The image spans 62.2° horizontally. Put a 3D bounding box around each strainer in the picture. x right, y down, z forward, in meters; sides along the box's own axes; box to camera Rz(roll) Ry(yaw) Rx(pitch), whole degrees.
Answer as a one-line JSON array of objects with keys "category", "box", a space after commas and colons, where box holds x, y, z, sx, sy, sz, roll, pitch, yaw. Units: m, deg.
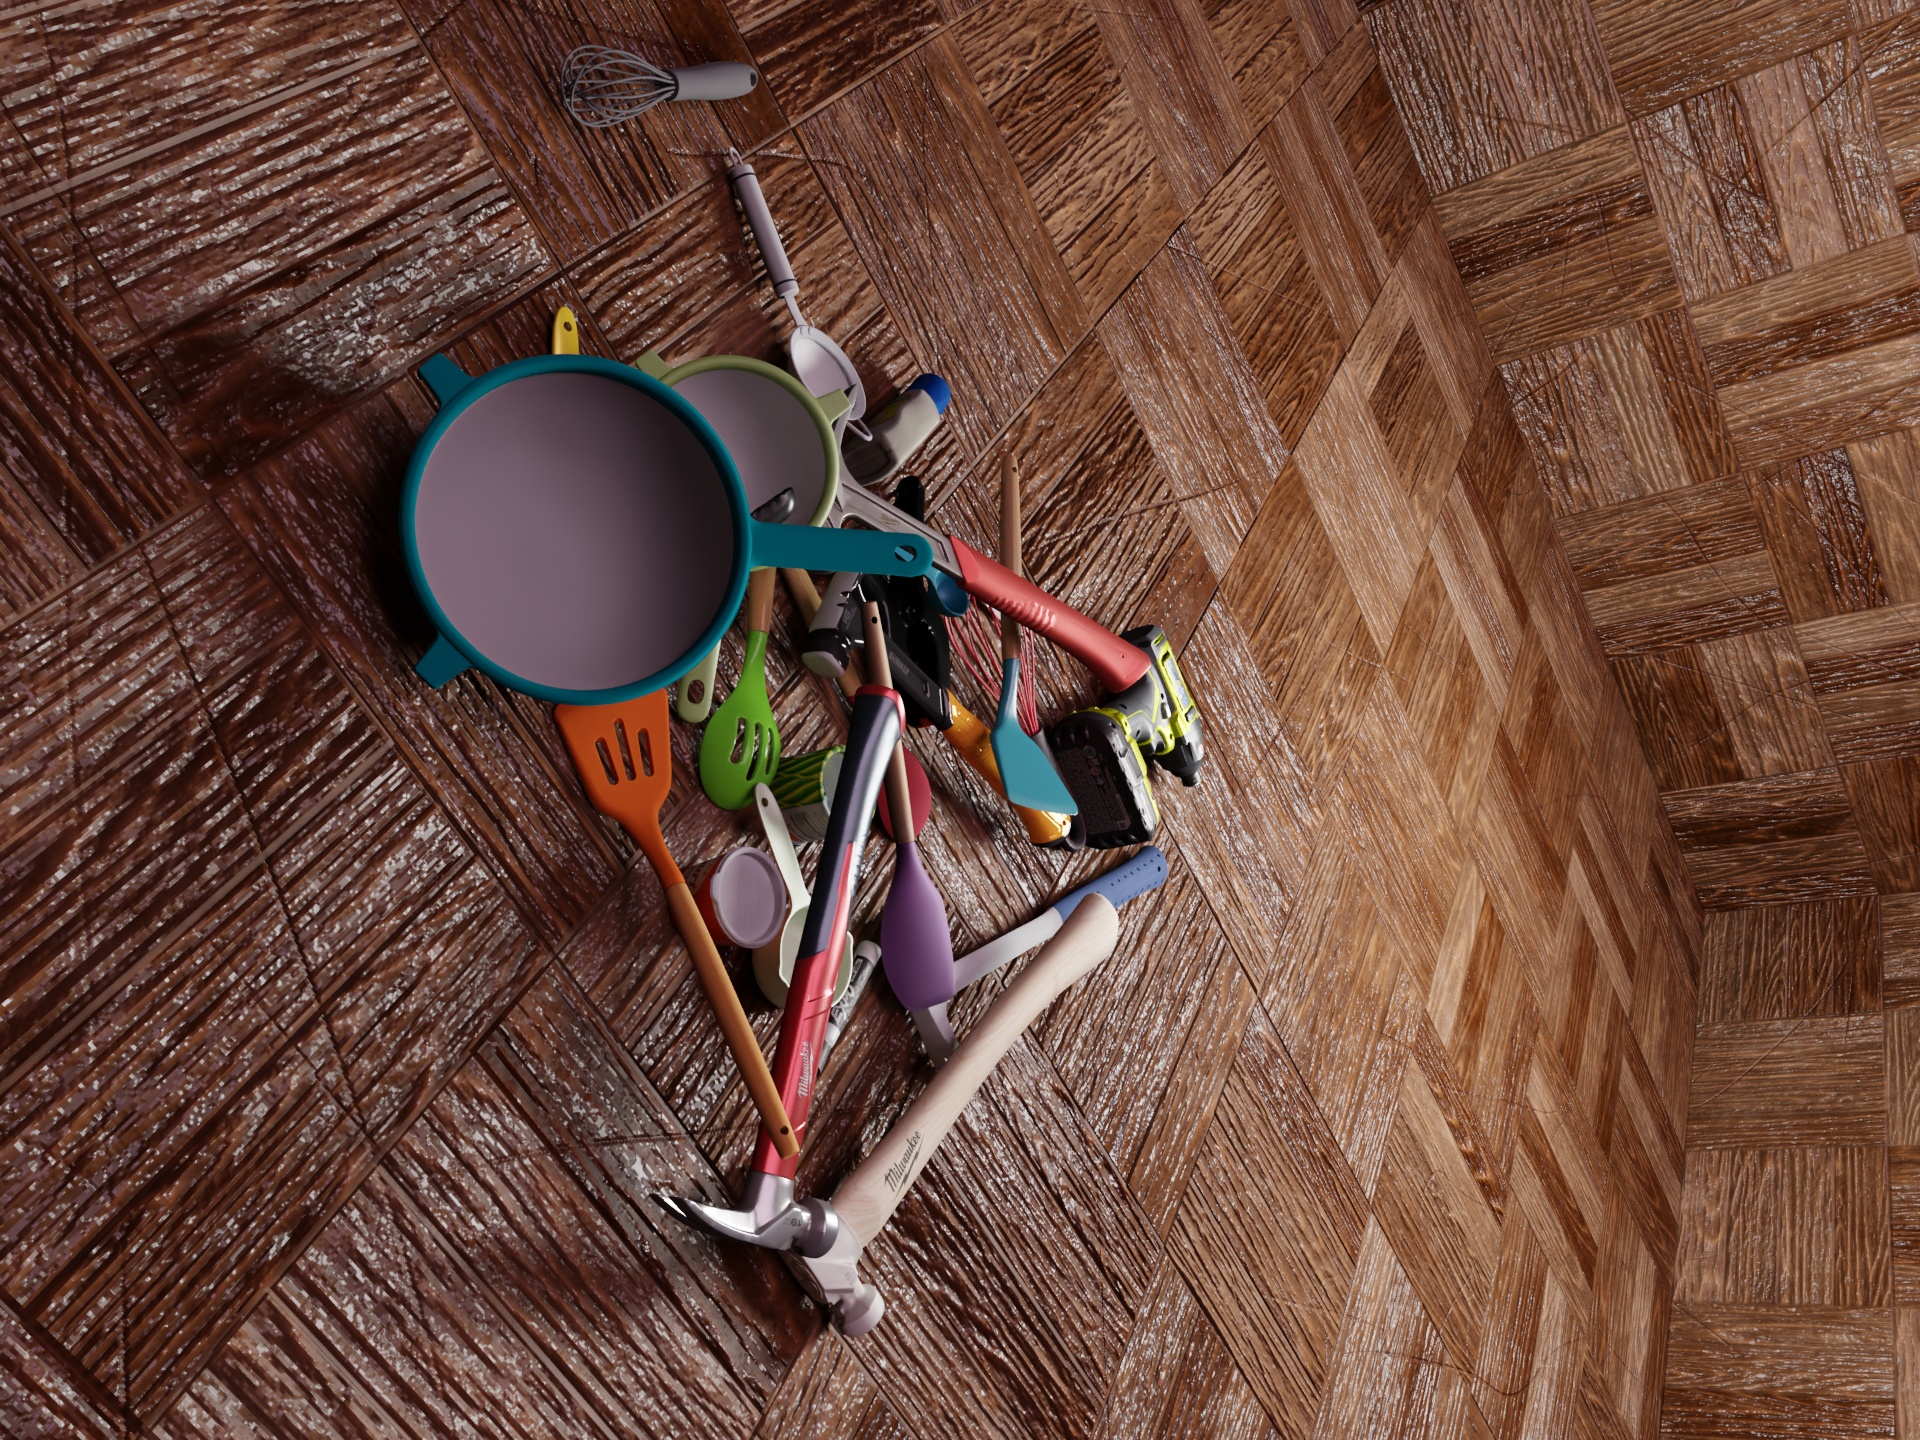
[{"category": "strainer", "box": [-0.137, -0.335, 1.269, 0.087, 0.050, 0.258, -22, 92, -60]}, {"category": "strainer", "box": [-0.187, -0.111, 1.015, 0.340, 0.095, 0.211, 1, 87, -28]}, {"category": "strainer", "box": [-0.173, -0.126, 1.129, 0.151, 0.069, 0.256, 9, 91, -13]}]

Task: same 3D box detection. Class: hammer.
[{"category": "hammer", "box": [-0.002, -0.004, 1.297, 0.336, 0.034, 0.127, 47, 52, -38]}, {"category": "hammer", "box": [0.078, 0.185, 1.395, 0.405, 0.035, 0.144, -18, 93, -54]}, {"category": "hammer", "box": [0.001, 0.259, 1.211, 0.411, 0.038, 0.146, -44, 113, -40]}, {"category": "hammer", "box": [0.023, -0.119, 1.261, 0.358, 0.037, 0.149, 27, 61, -36]}, {"category": "hammer", "box": [-0.103, 0.150, 1.065, 0.143, 0.038, 0.387, 34, 60, -45]}]

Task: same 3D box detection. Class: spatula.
[{"category": "spatula", "box": [0.051, -0.076, 1.318, 0.082, 0.044, 0.318, 13, 69, -41]}, {"category": "spatula", "box": [-0.169, 0.123, 1.004, 0.081, 0.041, 0.323, -13, 65, -35]}, {"category": "spatula", "box": [-0.048, 0.067, 1.197, 0.059, 0.018, 0.316, -12, 100, -28]}]

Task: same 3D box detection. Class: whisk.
[{"category": "whisk", "box": [-0.221, -0.482, 1.198, 0.239, 0.055, 0.055, -41, 112, -56]}, {"category": "whisk", "box": [0.055, -0.006, 1.410, 0.073, 0.073, 0.295, -51, 126, -48]}]

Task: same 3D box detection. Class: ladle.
[{"category": "ladle", "box": [-0.095, -0.045, 1.245, 0.069, 0.031, 0.315, -45, 114, -53]}]

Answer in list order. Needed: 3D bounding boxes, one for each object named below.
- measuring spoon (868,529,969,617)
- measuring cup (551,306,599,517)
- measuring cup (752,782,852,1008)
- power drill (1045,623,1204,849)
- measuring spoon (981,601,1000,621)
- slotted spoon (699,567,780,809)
[{"category": "measuring spoon", "box": [-0.043, -0.126, 1.288, 0.128, 0.021, 0.042, 40, 42, -27]}, {"category": "measuring cup", "box": [-0.256, -0.207, 1.070, 0.062, 0.029, 0.156, 7, 77, -53]}, {"category": "measuring cup", "box": [-0.129, 0.127, 1.133, 0.083, 0.038, 0.167, -21, 94, -54]}, {"category": "power drill", "box": [0.171, 0.025, 1.541, 0.223, 0.080, 0.171, -45, 115, -53]}, {"category": "measuring spoon", "box": [0.011, -0.116, 1.424, 0.124, 0.018, 0.034, 42, 46, -48]}, {"category": "slotted spoon", "box": [-0.148, -0.089, 1.168, 0.070, 0.031, 0.314, 21, 65, -44]}]
